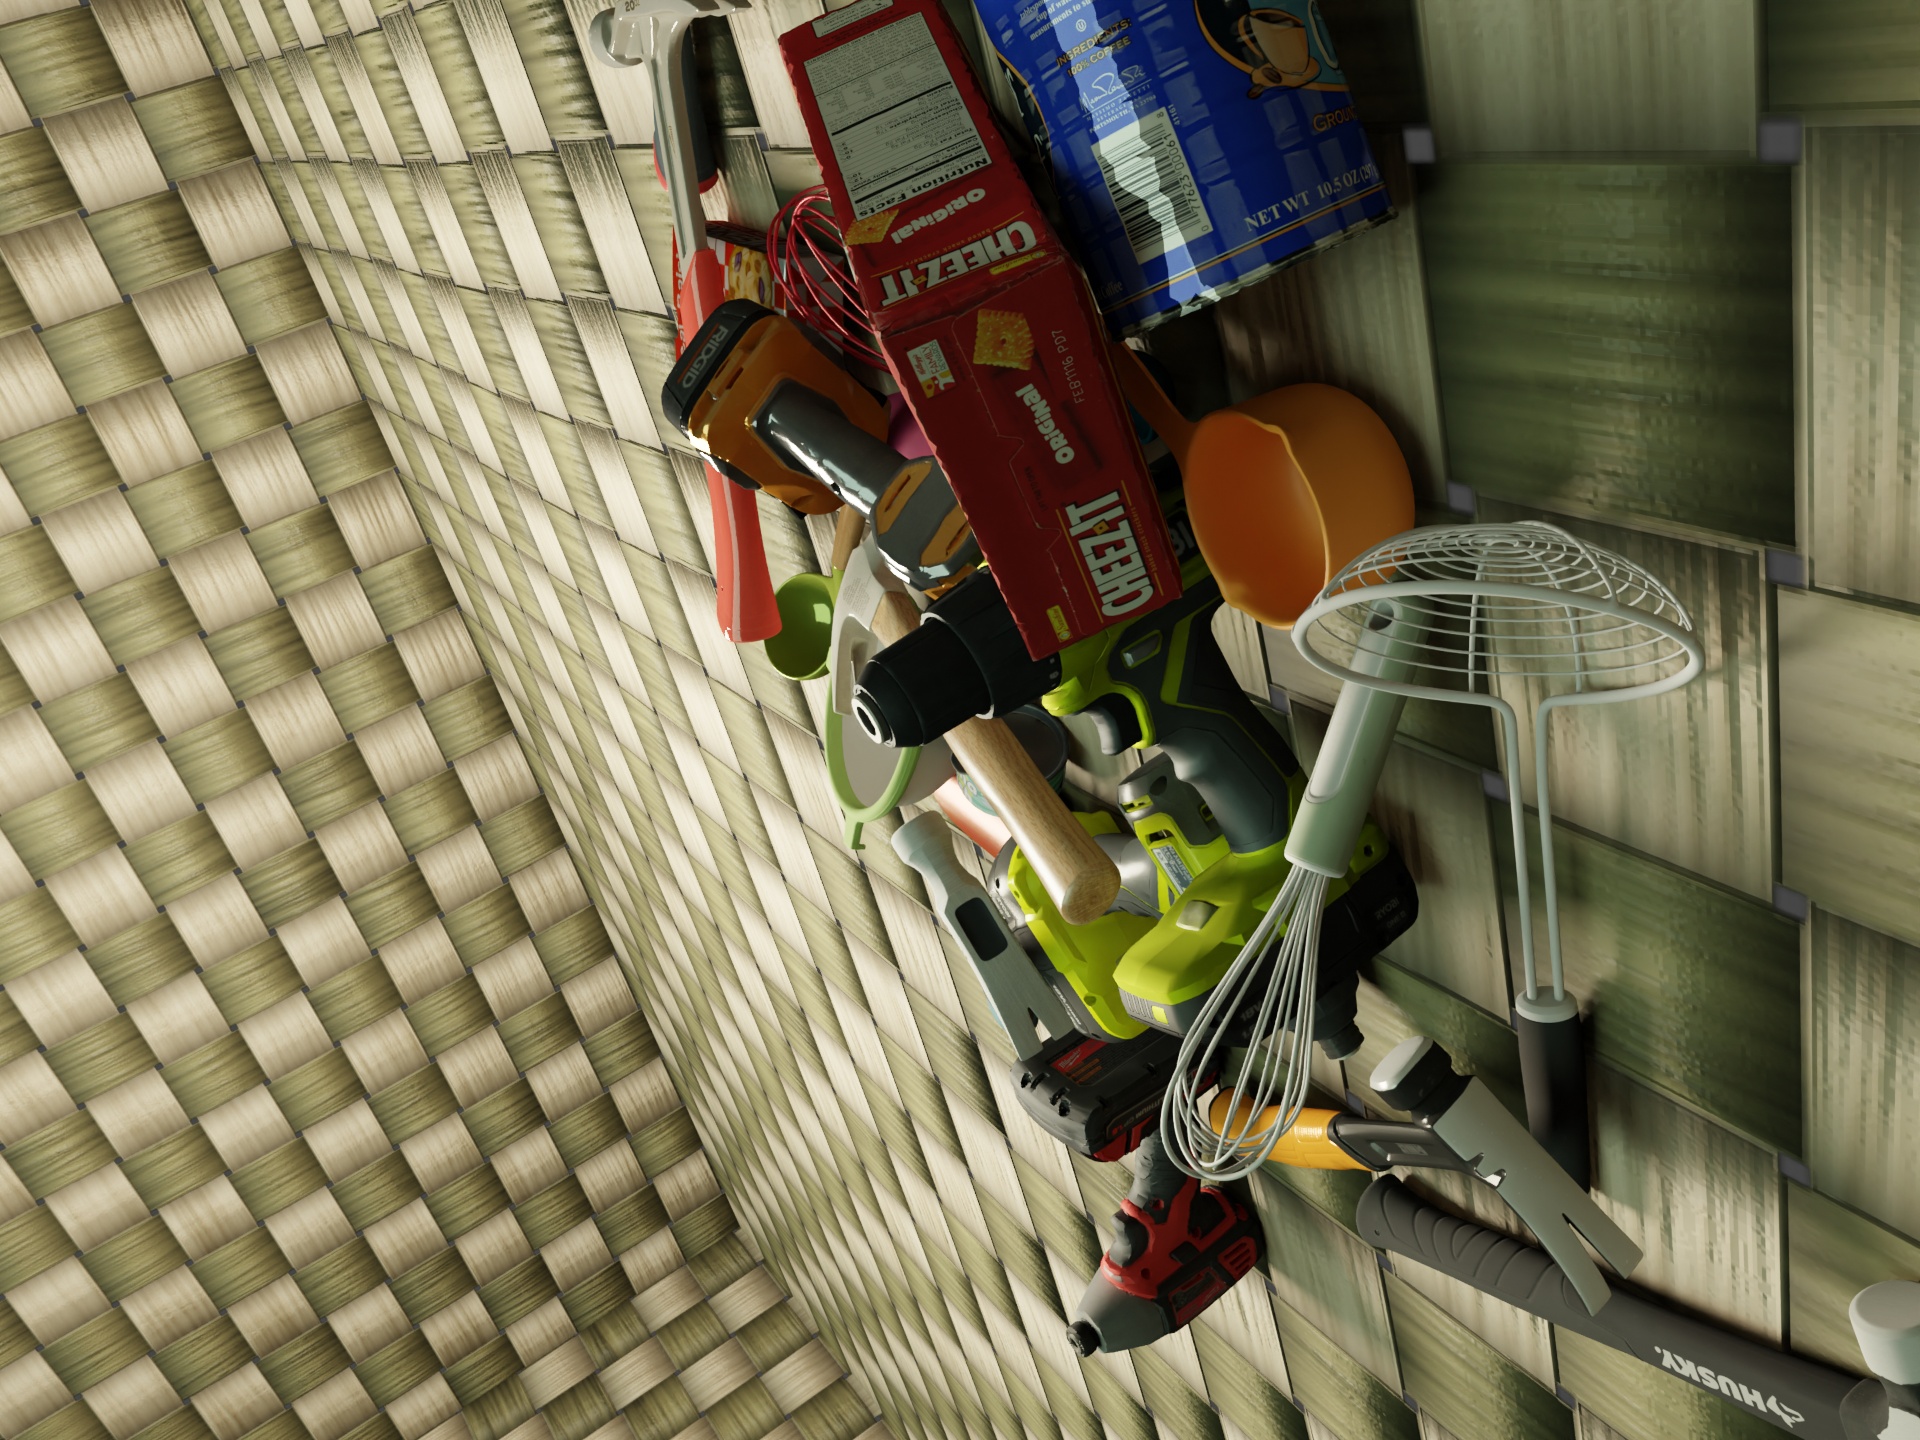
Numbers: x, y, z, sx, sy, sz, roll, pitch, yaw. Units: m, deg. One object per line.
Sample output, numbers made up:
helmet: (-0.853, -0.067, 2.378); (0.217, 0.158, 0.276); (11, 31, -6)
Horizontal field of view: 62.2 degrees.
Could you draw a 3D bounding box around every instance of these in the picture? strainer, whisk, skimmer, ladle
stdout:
strainer: (-0.006, -0.034, 0.970); (0.256, 0.069, 0.152); (-47, 43, 49)
whisk: (0.004, -0.165, 0.786); (0.296, 0.073, 0.073); (47, 155, 19)
skimmer: (0.208, 0.081, 0.589); (0.127, 0.090, 0.363); (2, 126, 29)
ladle: (-0.085, -0.113, 1.021); (0.320, 0.062, 0.078); (116, 141, -65)
whisk: (0.134, 0.063, 0.616); (0.058, 0.059, 0.246); (23, 95, 62)

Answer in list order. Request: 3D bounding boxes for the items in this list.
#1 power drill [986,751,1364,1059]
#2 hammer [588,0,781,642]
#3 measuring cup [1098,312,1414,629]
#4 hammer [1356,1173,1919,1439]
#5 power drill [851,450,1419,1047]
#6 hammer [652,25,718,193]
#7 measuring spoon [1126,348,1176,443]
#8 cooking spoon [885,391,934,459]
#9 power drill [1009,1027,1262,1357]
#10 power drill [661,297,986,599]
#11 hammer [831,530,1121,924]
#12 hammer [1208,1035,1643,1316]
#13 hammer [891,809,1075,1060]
power drill: (0.113, 0.107, 0.849); (0.171, 0.080, 0.223); (58, 155, -2)
hammer: (-0.138, -0.214, 0.894); (0.149, 0.036, 0.358); (27, 130, 52)
measuring cup: (0.111, -0.114, 0.626); (0.174, 0.052, 0.095); (57, 158, 30)
hammer: (0.292, 0.269, 0.703); (0.335, 0.035, 0.146); (0, 116, 66)
power drill: (0.078, 0.020, 0.675); (0.228, 0.190, 0.080); (60, 162, -10)
hammer: (-0.159, -0.449, 0.829); (0.143, 0.038, 0.385); (44, 153, 33)
measuring spoon: (0.063, -0.180, 0.699); (0.042, 0.021, 0.129); (96, 150, -72)
cooking spoon: (-0.081, -0.202, 0.977); (0.319, 0.017, 0.068); (40, 149, 41)
power drill: (0.109, 0.290, 0.987); (0.079, 0.143, 0.219); (24, 136, 53)
power drill: (-0.025, -0.108, 0.799); (0.226, 0.084, 0.185); (39, -175, 33)
hammer: (-0.001, -0.003, 0.846); (0.332, 0.031, 0.130); (55, 130, 51)
hammer: (0.197, 0.213, 0.790); (0.127, 0.034, 0.337); (46, 165, 2)
hammer: (0.022, 0.149, 0.945); (0.128, 0.033, 0.330); (57, 175, 18)
